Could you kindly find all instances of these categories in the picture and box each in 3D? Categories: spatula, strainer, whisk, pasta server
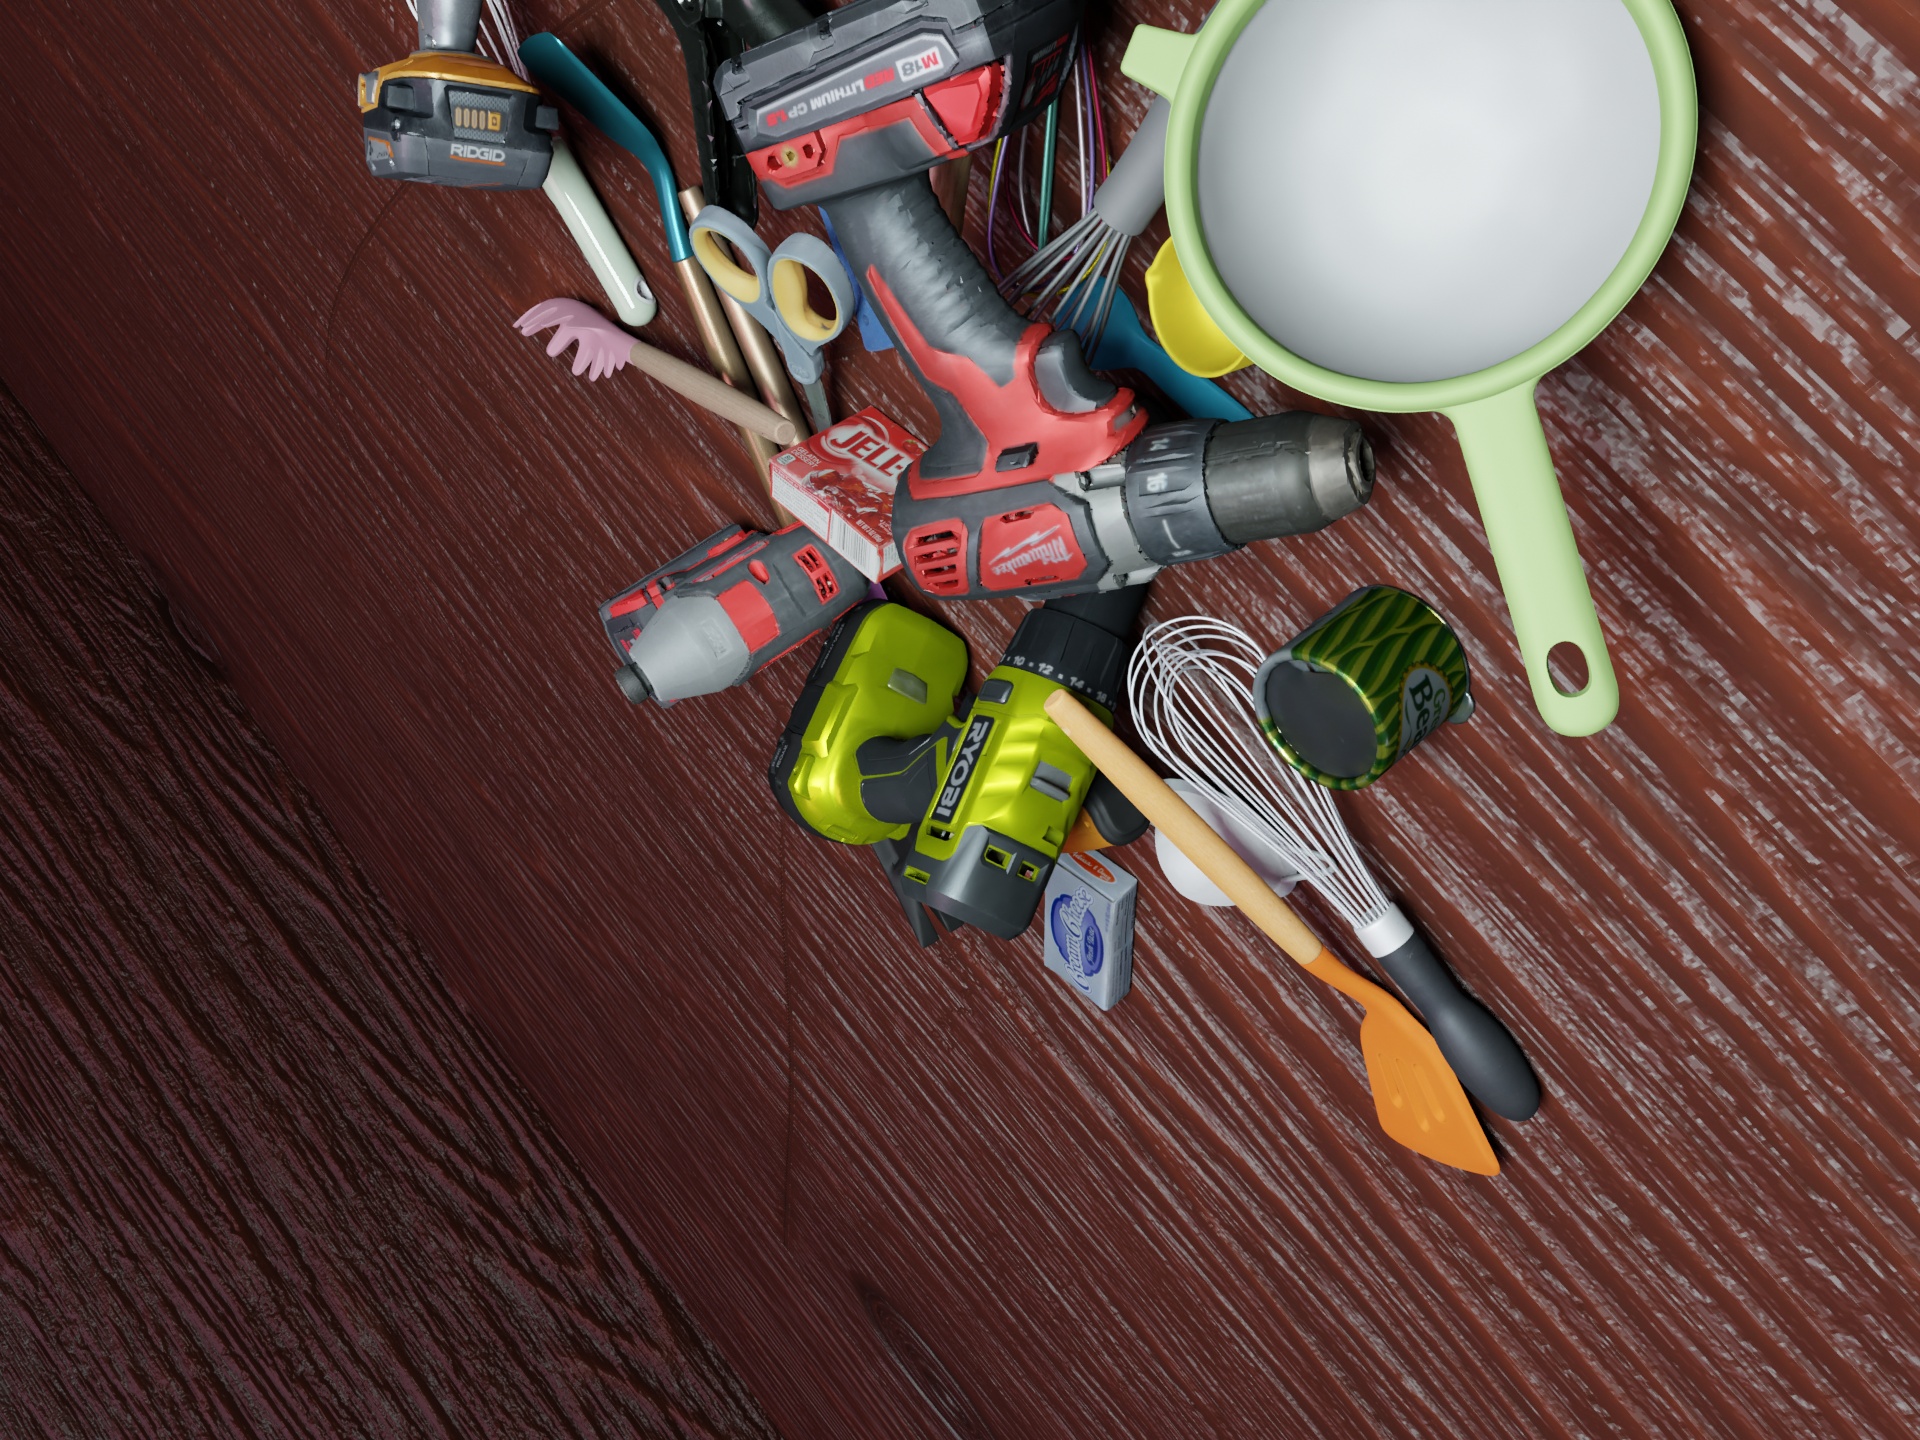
[{"bbox_3d":[0.145,0.102,0.746,0.322,0.041,0.081,44,163,-20],"label":"spatula"},{"bbox_3d":[0.083,0.046,0.843,0.259,0.050,0.086,26,153,47],"label":"strainer"},{"bbox_3d":[0.041,-0.274,0.596,0.047,0.051,0.244,14,132,13],"label":"whisk"},{"bbox_3d":[0.172,0.070,0.721,0.284,0.070,0.070,52,150,-2],"label":"whisk"},{"bbox_3d":[-0.157,-0.235,0.910,0.082,0.044,0.317,25,141,59],"label":"spatula"},{"bbox_3d":[-0.251,-0.345,0.939,0.059,0.058,0.246,-21,108,29],"label":"whisk"},{"bbox_3d":[0.060,-0.188,0.592,0.055,0.055,0.239,51,139,9],"label":"whisk"},{"bbox_3d":[0.160,-0.122,0.498,0.151,0.069,0.256,-16,96,22],"label":"strainer"},{"bbox_3d":[-0.182,-0.204,0.938,0.060,0.040,0.316,37,178,-43],"label":"pasta server"},{"bbox_3d":[-0.091,-0.153,0.919,0.060,0.018,0.315,12,130,58],"label":"spatula"}]

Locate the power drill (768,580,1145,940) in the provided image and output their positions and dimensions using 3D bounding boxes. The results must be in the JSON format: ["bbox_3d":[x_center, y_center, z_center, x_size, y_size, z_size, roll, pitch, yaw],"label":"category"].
[{"bbox_3d":[-0.001,-0.003,0.811,0.080,0.190,0.229,27,172,-28],"label":"power drill"}]

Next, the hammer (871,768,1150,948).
[{"bbox_3d":[0.019,0.069,0.909,0.127,0.034,0.337,64,157,-3],"label":"hammer"}]

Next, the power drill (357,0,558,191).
[{"bbox_3d":[-0.239,-0.379,0.770,0.185,0.084,0.226,29,117,58],"label":"power drill"}]

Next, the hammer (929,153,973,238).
[{"bbox_3d":[0.003,-0.295,0.562,0.130,0.031,0.331,43,139,32],"label":"hammer"}]

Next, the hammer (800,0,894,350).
[{"bbox_3d":[-0.101,-0.363,0.710,0.144,0.035,0.405,9,126,52],"label":"hammer"}]

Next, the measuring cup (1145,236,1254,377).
[{"bbox_3d":[0.108,-0.203,0.585,0.062,0.029,0.156,40,135,37],"label":"measuring cup"}]

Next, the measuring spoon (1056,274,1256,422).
[{"bbox_3d":[0.084,-0.141,0.671,0.129,0.021,0.042,44,148,23],"label":"measuring spoon"}]

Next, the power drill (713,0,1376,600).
[{"bbox_3d":[0.032,-0.148,0.561,0.188,0.080,0.226,-5,121,34],"label":"power drill"}]

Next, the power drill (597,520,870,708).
[{"bbox_3d":[-0.142,-0.058,0.920,0.078,0.143,0.220,59,167,-12],"label":"power drill"}]
